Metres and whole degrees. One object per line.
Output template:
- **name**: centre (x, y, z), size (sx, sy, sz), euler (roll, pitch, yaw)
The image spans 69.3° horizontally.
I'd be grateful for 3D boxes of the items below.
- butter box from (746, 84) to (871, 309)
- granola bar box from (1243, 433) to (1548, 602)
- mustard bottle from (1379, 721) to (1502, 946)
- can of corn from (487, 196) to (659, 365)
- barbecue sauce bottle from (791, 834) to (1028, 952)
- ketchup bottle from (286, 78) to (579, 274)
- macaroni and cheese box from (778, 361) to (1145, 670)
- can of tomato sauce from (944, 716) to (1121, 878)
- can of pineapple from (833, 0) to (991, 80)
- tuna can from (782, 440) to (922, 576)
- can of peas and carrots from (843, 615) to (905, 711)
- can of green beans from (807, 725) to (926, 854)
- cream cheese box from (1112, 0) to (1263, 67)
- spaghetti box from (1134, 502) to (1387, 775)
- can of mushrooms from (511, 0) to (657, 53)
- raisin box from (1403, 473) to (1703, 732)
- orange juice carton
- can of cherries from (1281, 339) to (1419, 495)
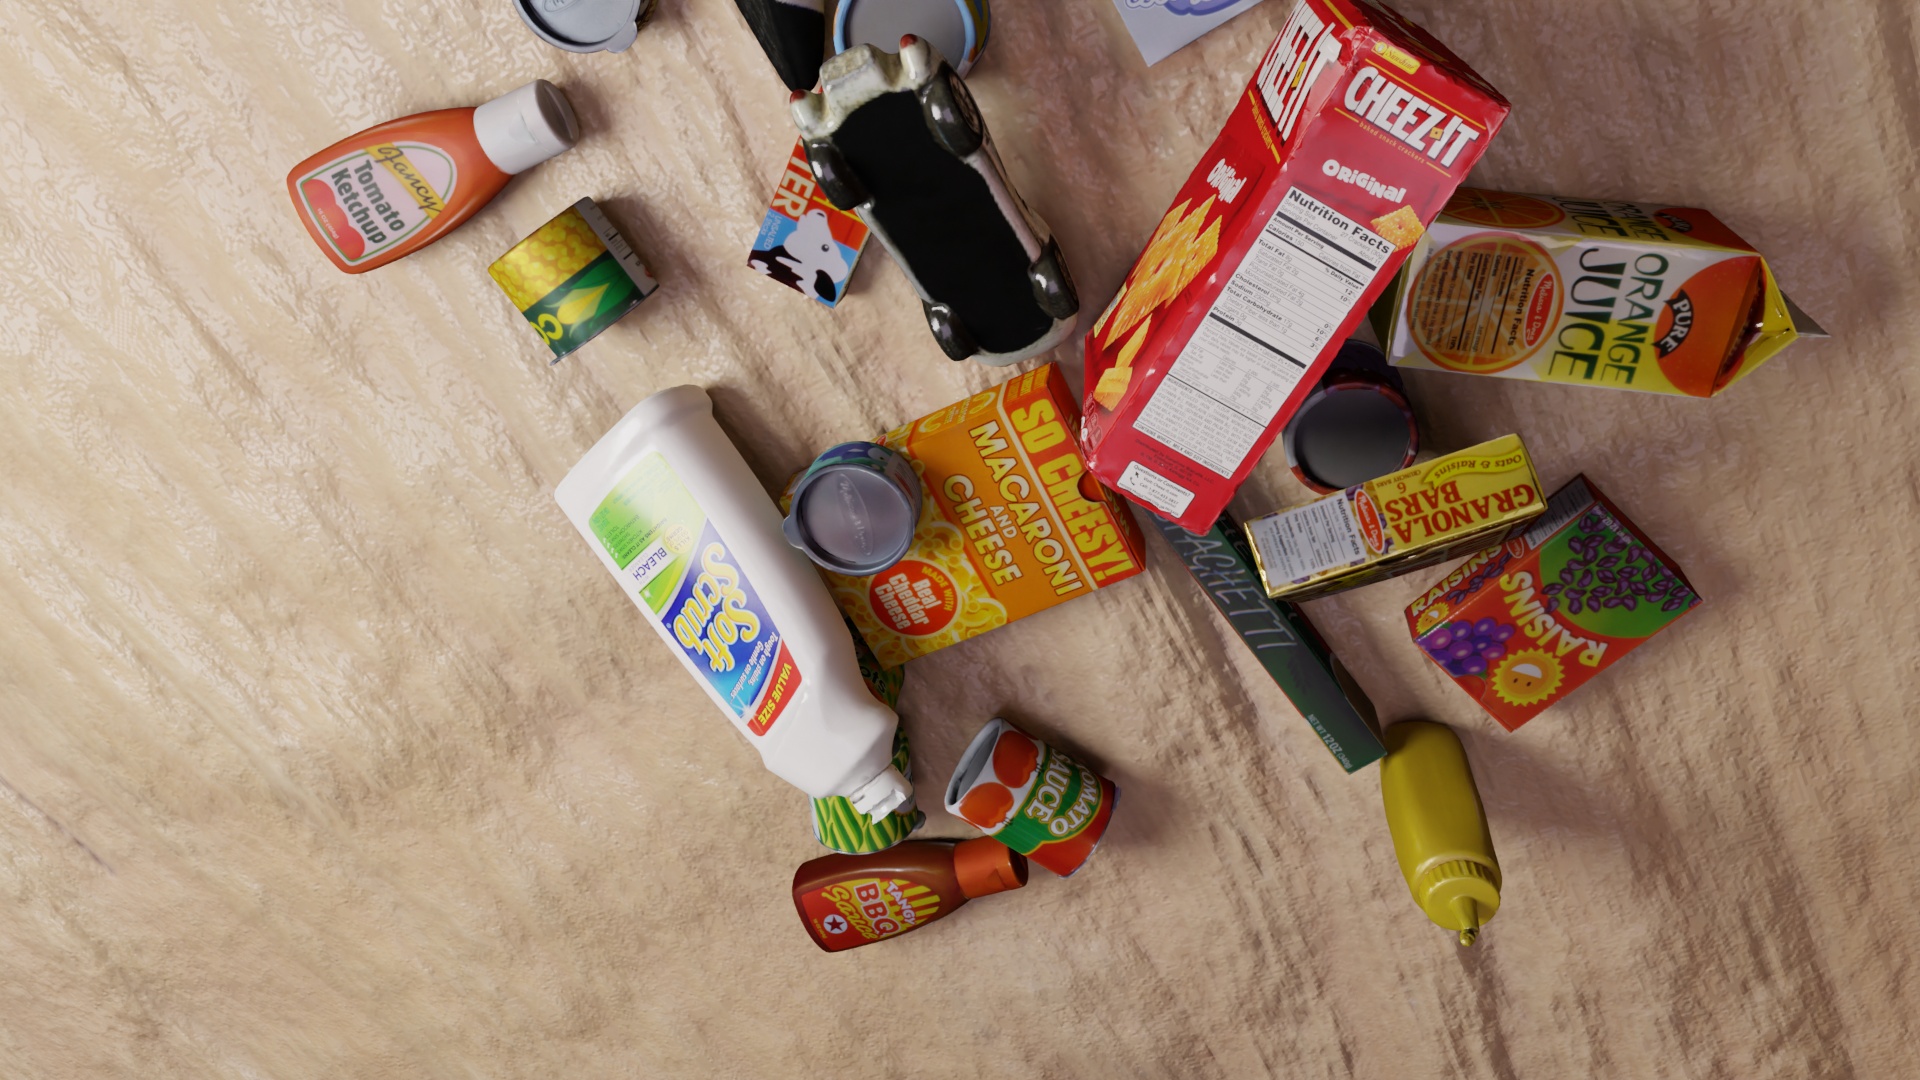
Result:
- **butter box**: centre (-0.065, -0.175, 0.705), size (0.053, 0.024, 0.103), euler (25, 118, -6)
- **granola bar box**: centre (0.213, -0.005, 0.680), size (0.124, 0.165, 0.039), euler (-19, 81, 17)
- **mustard bottle**: centre (0.265, 0.166, 0.762), size (0.049, 0.161, 0.065), euler (-4, 119, 8)
- **can of corn**: centre (-0.202, -0.135, 0.719), size (0.071, 0.071, 0.058), euler (-29, 109, 21)
- **barbecue sauce bottle**: centre (-0.031, 0.222, 0.898), size (0.148, 0.044, 0.064), euler (-18, 113, 16)
- **ketchup bottle**: centre (-0.268, -0.191, 0.713), size (0.148, 0.044, 0.064), euler (-19, 113, 16)
- **macaroni and cheese box**: centre (0.003, -0.010, 0.773), size (0.166, 0.040, 0.123), euler (-22, 113, 18)
- **can of tomato sauce**: centre (0.043, 0.154, 0.838), size (0.083, 0.071, 0.071), euler (32, 117, -8)
- **can of pineapple**: centre (-0.023, -0.240, 0.645), size (0.071, 0.058, 0.070), euler (3, 118, 6)
- **tuna can**: centre (-0.057, -0.017, 0.735), size (0.071, 0.033, 0.070), euler (4, 117, 7)
- **can of peas and carrots**: centre (-0.069, 0.089, 0.825), size (0.071, 0.059, 0.070), euler (3, 118, 6)
- **can of green beans**: centre (-0.061, 0.149, 0.851), size (0.071, 0.071, 0.057), euler (-1, 117, 8)
- **cream cheese box**: centre (0.119, -0.266, 0.632), size (0.103, 0.024, 0.053), euler (-26, 113, 20)
- **spaghetti box**: centre (0.156, 0.026, 0.766), size (0.028, 0.050, 0.249), euler (-33, 109, 20)
- **can of mushrooms**: centre (-0.179, -0.268, 0.666), size (0.071, 0.033, 0.070), euler (3, 117, 6)
- **raisin box**: centre (0.319, 0.036, 0.755), size (0.086, 0.040, 0.123), euler (40, 116, -14)
- **orange juice carton**: centre (0.300, -0.118, 0.658), size (0.193, 0.072, 0.072), euler (6, 119, 5)
- **can of cherries**: centre (0.199, -0.061, 0.709), size (0.071, 0.059, 0.071), euler (3, 118, 7)
